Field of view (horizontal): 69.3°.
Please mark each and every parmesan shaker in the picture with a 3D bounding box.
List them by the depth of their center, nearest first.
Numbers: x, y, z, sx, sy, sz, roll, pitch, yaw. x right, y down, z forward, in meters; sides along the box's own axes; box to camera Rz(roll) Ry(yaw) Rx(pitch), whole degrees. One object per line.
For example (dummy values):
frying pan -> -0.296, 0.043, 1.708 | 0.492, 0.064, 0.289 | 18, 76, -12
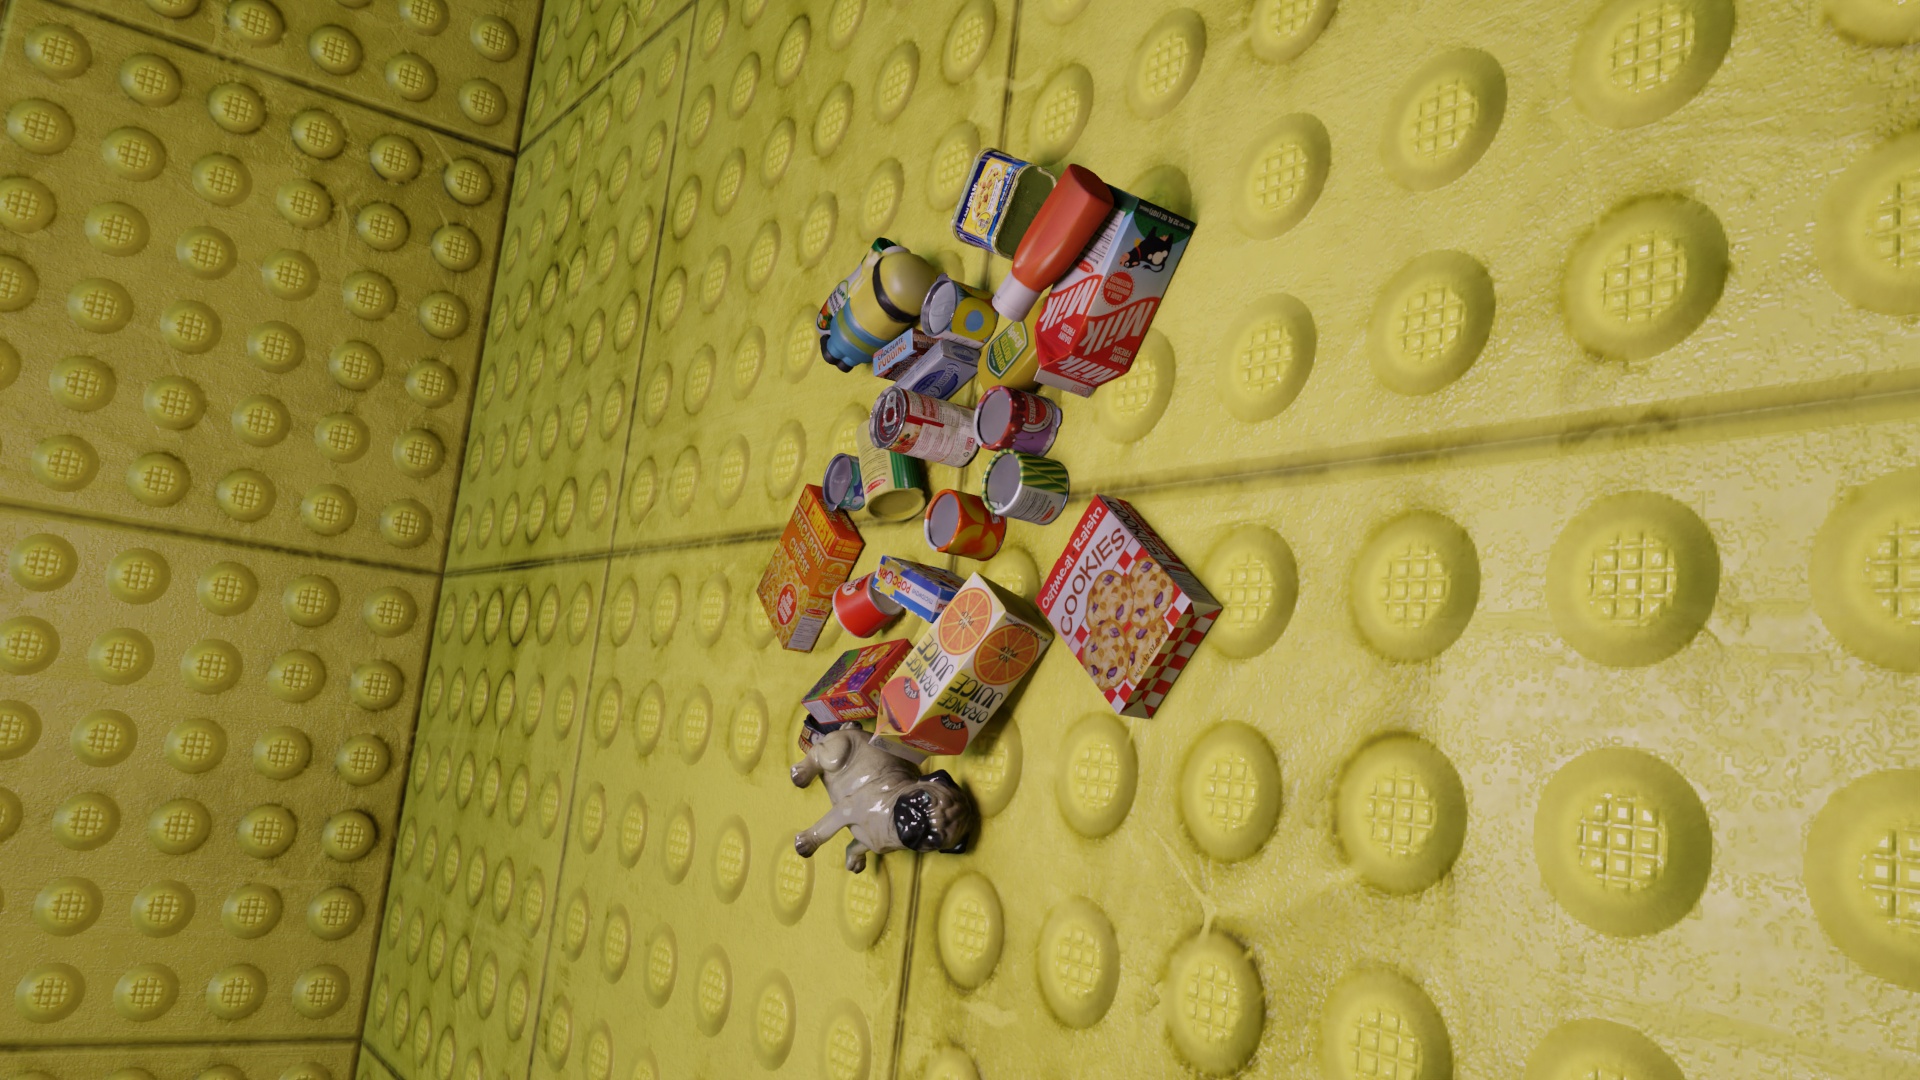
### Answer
parmesan shaker -> -0.076, -0.082, 1.550 | 0.071, 0.071, 0.103 | -41, 47, 41

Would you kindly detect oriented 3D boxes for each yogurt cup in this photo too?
yogurt cup -> -0.099, 0.068, 1.535 | 0.053, 0.072, 0.072 | -31, 55, 37

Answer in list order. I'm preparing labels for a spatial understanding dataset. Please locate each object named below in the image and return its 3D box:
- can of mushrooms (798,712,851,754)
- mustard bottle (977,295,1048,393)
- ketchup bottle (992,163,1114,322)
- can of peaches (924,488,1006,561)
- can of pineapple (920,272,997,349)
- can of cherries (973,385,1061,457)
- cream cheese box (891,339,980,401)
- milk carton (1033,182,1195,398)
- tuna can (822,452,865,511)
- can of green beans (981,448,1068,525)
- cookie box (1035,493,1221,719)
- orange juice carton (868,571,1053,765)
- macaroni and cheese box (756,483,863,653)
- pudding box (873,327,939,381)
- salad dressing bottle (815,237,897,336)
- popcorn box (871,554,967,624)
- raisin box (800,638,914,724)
can of mushrooms -> -0.148, 0.220, 1.546 | 0.071, 0.071, 0.033 | 43, 116, 52
mustard bottle -> 0.078, -0.203, 1.380 | 0.159, 0.049, 0.065 | -45, 47, 39
ketchup bottle -> 0.081, -0.269, 1.275 | 0.148, 0.043, 0.065 | -54, 38, 31
can of peaches -> 0.005, -0.018, 1.417 | 0.071, 0.058, 0.071 | -23, 61, 51
can of pineapple -> 0.000, -0.246, 1.500 | 0.071, 0.058, 0.071 | -22, 62, 50
can of cherries -> 0.056, -0.118, 1.377 | 0.071, 0.058, 0.071 | -23, 61, 51
cream cheese box -> -0.028, -0.178, 1.521 | 0.103, 0.053, 0.024 | -37, 49, 43
milk carton -> 0.133, -0.226, 1.290 | 0.073, 0.072, 0.190 | 45, 116, 52
tuna can -> -0.135, -0.067, 1.656 | 0.071, 0.033, 0.071 | -23, 61, 50
can of green beans -> 0.062, -0.052, 1.346 | 0.071, 0.058, 0.071 | -23, 61, 50
cookie box -> 0.141, 0.055, 1.214 | 0.122, 0.040, 0.168 | -61, 37, 22
orange juice carton -> -0.006, 0.134, 1.332 | 0.192, 0.071, 0.073 | -52, 38, 9
macaroni and cheese box -> -0.185, 0.033, 1.689 | 0.165, 0.040, 0.124 | -62, 37, 22
pudding box -> -0.058, -0.209, 1.577 | 0.083, 0.050, 0.030 | -24, 62, 50
salad dressing bottle -> -0.125, -0.308, 1.712 | 0.147, 0.044, 0.064 | -49, 44, 34
popcorn box -> -0.022, 0.056, 1.407 | 0.127, 0.085, 0.038 | 27, 101, 56
raisin box -> -0.106, 0.152, 1.500 | 0.123, 0.040, 0.086 | -16, 25, 52
